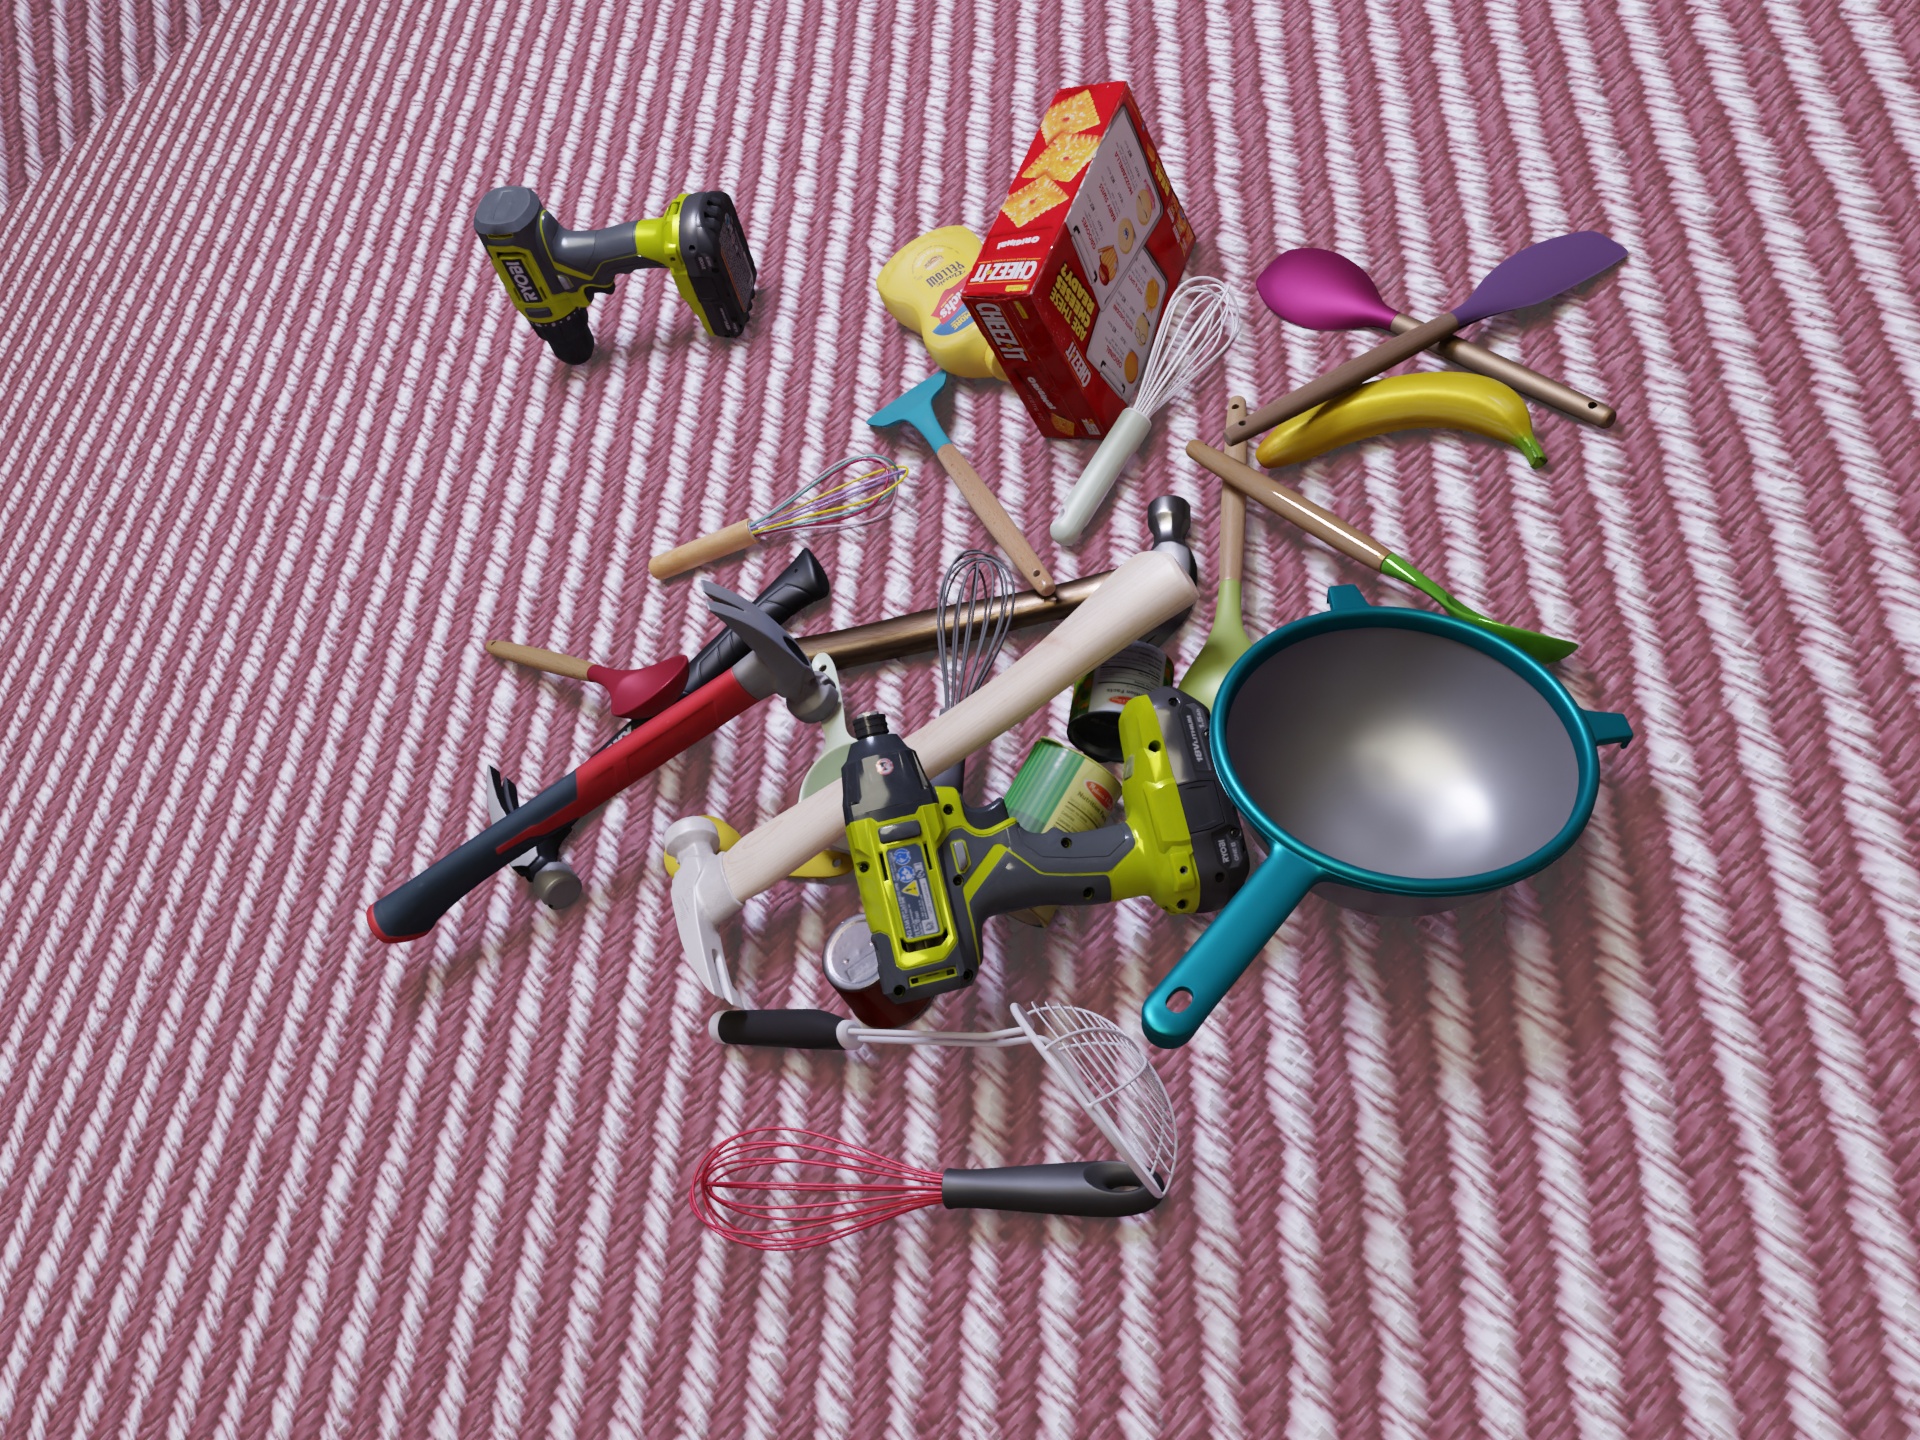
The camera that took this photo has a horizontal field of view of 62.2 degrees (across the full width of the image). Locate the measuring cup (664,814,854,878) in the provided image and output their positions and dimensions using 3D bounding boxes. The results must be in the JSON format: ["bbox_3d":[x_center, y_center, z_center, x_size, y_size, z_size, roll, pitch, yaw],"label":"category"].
[{"bbox_3d":[-0.146,0.095,1.133,0.156,0.029,0.062,-1,59,29],"label":"measuring cup"}]

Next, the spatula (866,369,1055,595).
[{"bbox_3d":[0.005,-0.187,1.222,0.082,0.044,0.318,-33,48,2],"label":"spatula"}]

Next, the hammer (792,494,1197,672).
[{"bbox_3d":[0.011,-0.071,1.161,0.331,0.031,0.130,-11,55,21],"label":"hammer"}]

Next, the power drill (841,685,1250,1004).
[{"bbox_3d":[0.045,0.060,0.950,0.223,0.080,0.171,-12,81,-8],"label":"power drill"}]

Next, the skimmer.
[{"bbox_3d":[-0.032,0.214,0.946,0.363,0.127,0.090,-6,44,38],"label":"skimmer"}]

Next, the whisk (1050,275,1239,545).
[{"bbox_3d":[0.138,-0.233,1.195,0.246,0.059,0.058,-57,16,-11],"label":"whisk"}]

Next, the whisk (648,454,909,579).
[{"bbox_3d":[-0.152,-0.162,1.299,0.245,0.051,0.047,-18,59,20],"label":"whisk"}]

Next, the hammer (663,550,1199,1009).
[{"bbox_3d":[-0.021,0.029,1.032,0.410,0.038,0.146,-34,49,14],"label":"hammer"}]

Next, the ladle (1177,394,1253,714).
[{"bbox_3d":[0.189,-0.103,1.091,0.078,0.062,0.320,-7,50,20],"label":"ladle"}]

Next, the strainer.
[{"bbox_3d":[0.205,0.076,0.881,0.211,0.095,0.340,31,57,27],"label":"strainer"}]

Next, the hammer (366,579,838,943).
[{"bbox_3d":[-0.281,0.044,1.135,0.386,0.143,0.038,-32,48,12],"label":"hammer"}]

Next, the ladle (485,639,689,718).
[{"bbox_3d":[-0.307,-0.041,1.272,0.316,0.031,0.069,13,51,48],"label":"ladle"}]

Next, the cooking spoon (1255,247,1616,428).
[{"bbox_3d":[0.331,-0.276,1.135,0.069,0.017,0.319,-45,50,-4],"label":"cooking spoon"}]

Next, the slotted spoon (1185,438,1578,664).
[{"bbox_3d":[0.259,-0.113,1.033,0.314,0.070,0.031,40,111,37],"label":"slotted spoon"}]

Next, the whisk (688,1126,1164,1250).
[{"bbox_3d":[-0.026,0.277,0.938,0.296,0.073,0.073,-5,57,18],"label":"whisk"}]

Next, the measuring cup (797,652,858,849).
[{"bbox_3d":[-0.081,0.021,1.144,0.083,0.038,0.168,-25,51,11],"label":"measuring cup"}]

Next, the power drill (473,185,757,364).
[{"bbox_3d":[-0.311,-0.406,1.469,0.228,0.190,0.080,1,59,11],"label":"power drill"}]

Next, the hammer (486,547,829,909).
[{"bbox_3d":[-0.232,-0.013,1.247,0.335,0.035,0.146,-44,51,-5],"label":"hammer"}]

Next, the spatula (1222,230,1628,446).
[{"bbox_3d":[0.319,-0.267,1.105,0.316,0.018,0.060,-29,46,-7],"label":"spatula"}]

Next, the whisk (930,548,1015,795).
[{"bbox_3d":[-0.002,-0.003,1.090,0.055,0.055,0.239,4,78,29],"label":"whisk"}]
